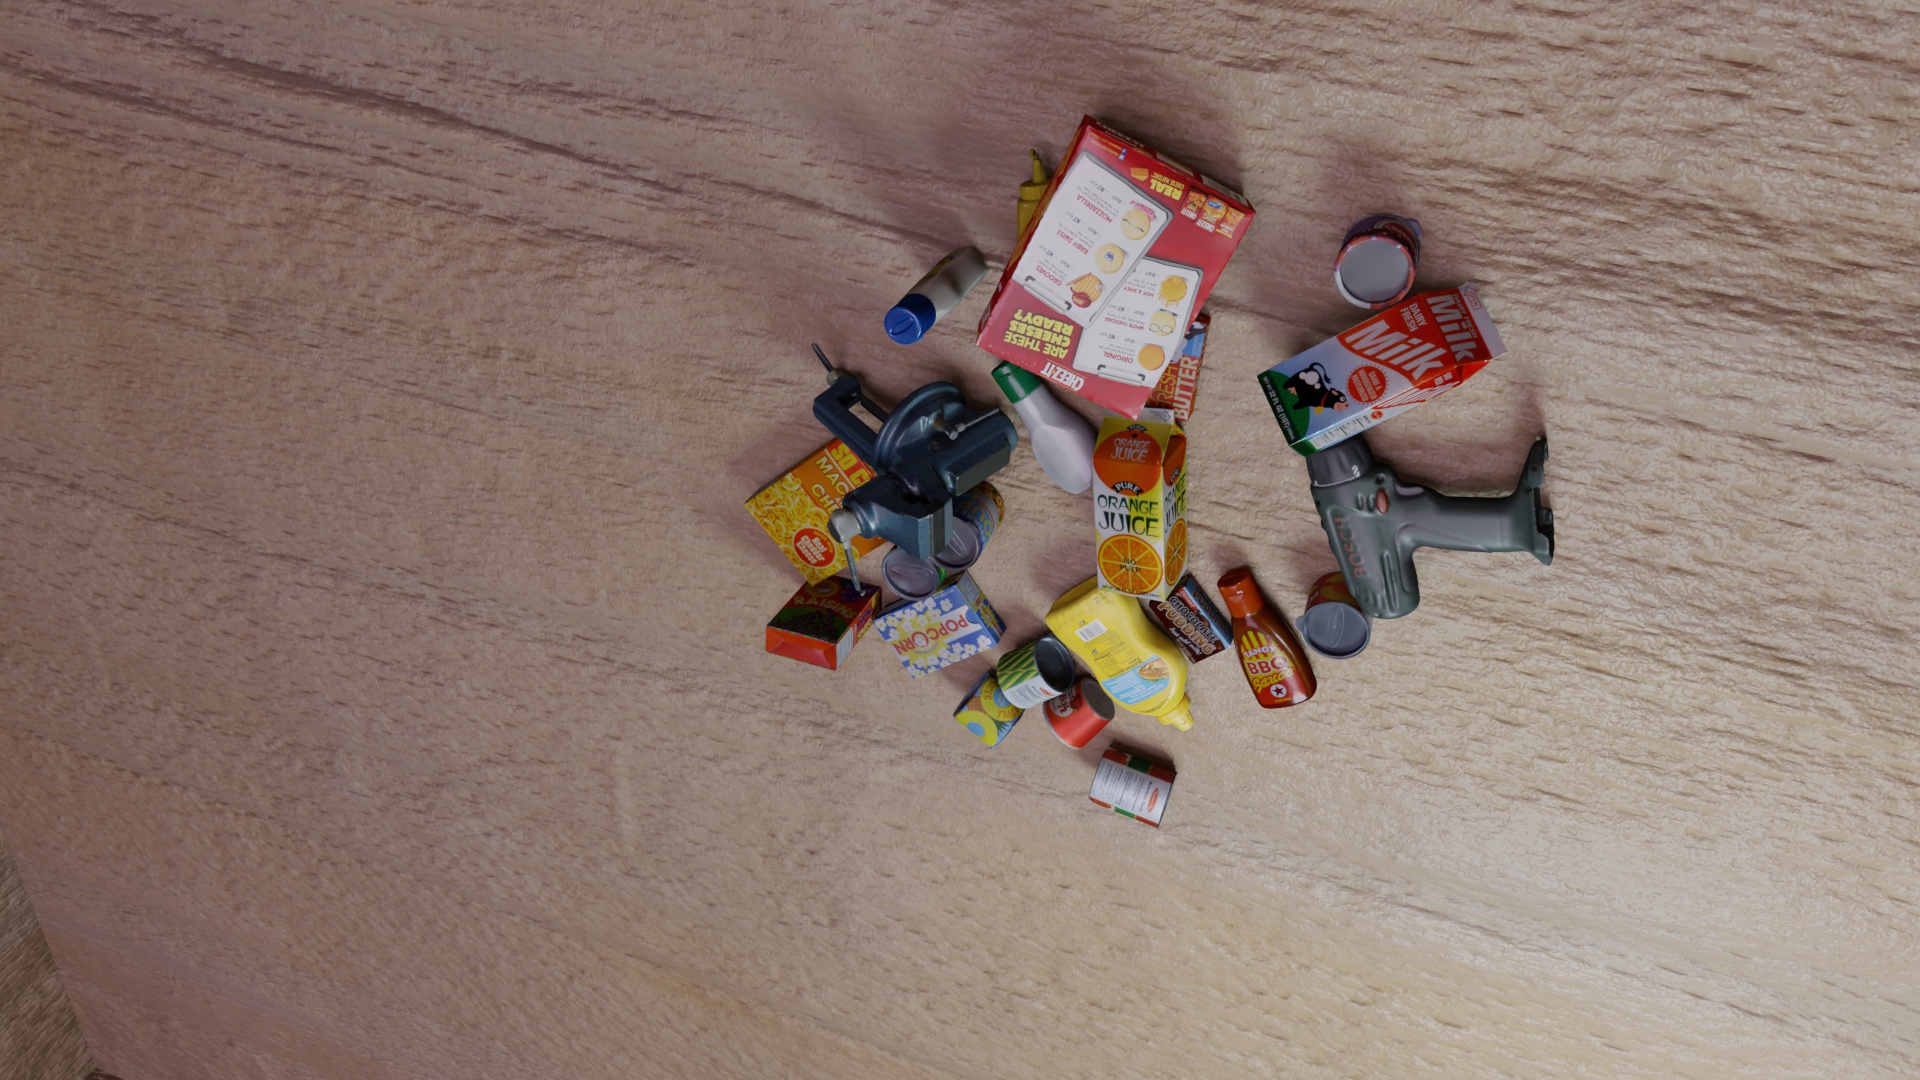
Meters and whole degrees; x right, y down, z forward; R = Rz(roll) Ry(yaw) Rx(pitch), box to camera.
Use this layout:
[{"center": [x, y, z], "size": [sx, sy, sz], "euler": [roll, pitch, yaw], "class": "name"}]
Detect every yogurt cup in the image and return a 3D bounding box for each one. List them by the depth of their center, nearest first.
[{"center": [0.132, 0.186, 1.519], "size": [0.072, 0.073, 0.053], "euler": [46, 118, -7], "class": "yogurt cup"}]

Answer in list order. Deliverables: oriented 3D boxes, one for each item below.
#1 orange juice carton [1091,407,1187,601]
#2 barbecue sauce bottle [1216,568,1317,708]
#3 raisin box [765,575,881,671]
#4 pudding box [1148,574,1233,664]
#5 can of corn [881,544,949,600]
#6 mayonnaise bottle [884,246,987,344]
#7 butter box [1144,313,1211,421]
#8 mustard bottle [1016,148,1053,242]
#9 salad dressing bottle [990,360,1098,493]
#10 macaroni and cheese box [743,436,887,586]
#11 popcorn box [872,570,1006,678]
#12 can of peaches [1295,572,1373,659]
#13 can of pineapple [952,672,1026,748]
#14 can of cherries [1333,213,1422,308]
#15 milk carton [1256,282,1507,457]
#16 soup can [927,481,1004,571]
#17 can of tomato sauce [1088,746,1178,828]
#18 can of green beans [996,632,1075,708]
[{"center": [0.176, -0.043, 1.355], "size": [0.072, 0.073, 0.191], "euler": [9, 122, 26], "class": "orange juice carton"}, {"center": [0.305, 0.098, 1.404], "size": [0.064, 0.044, 0.148], "euler": [-17, 110, 31], "class": "barbecue sauce bottle"}, {"center": [-0.150, 0.088, 1.544], "size": [0.086, 0.124, 0.039], "euler": [12, 123, 17], "class": "raisin box"}, {"center": [0.239, 0.081, 1.430], "size": [0.049, 0.030, 0.083], "euler": [-30, 104, 33], "class": "pudding box"}, {"center": [-0.044, 0.020, 1.498], "size": [0.071, 0.058, 0.070], "euler": [11, 122, 18], "class": "can of corn"}, {"center": [-0.026, -0.226, 1.289], "size": [0.064, 0.149, 0.041], "euler": [-28, 105, 33], "class": "mayonnaise bottle"}, {"center": [0.199, -0.166, 1.304], "size": [0.053, 0.024, 0.103], "euler": [15, 123, 15], "class": "butter box"}, {"center": [0.082, -0.280, 1.272], "size": [0.065, 0.049, 0.159], "euler": [-3, 117, 15], "class": "mustard bottle"}, {"center": [0.087, -0.117, 1.371], "size": [0.064, 0.044, 0.147], "euler": [-28, 104, 36], "class": "salad dressing bottle"}, {"center": [-0.138, -0.036, 1.517], "size": [0.166, 0.040, 0.123], "euler": [-30, 105, 34], "class": "macaroni and cheese box"}, {"center": [-0.024, 0.095, 1.547], "size": [0.126, 0.038, 0.085], "euler": [-25, 105, 33], "class": "popcorn box"}, {"center": [0.366, 0.072, 1.352], "size": [0.071, 0.058, 0.071], "euler": [11, 123, 18], "class": "can of peaches"}, {"center": [0.034, 0.190, 1.560], "size": [0.058, 0.071, 0.070], "euler": [39, 126, -2], "class": "can of pineapple"}, {"center": [0.354, -0.238, 1.174], "size": [0.071, 0.059, 0.071], "euler": [11, 123, 18], "class": "can of cherries"}, {"center": [0.361, -0.147, 1.188], "size": [0.190, 0.073, 0.072], "euler": [-26, 75, 19], "class": "milk carton"}, {"center": [0.005, -0.018, 1.439], "size": [0.071, 0.084, 0.071], "euler": [11, 123, 17], "class": "soup can"}, {"center": [0.192, 0.274, 1.544], "size": [0.083, 0.071, 0.070], "euler": [19, 125, 13], "class": "can of tomato sauce"}, {"center": [0.082, 0.143, 1.511], "size": [0.057, 0.071, 0.071], "euler": [-29, 105, 37], "class": "can of green beans"}]
